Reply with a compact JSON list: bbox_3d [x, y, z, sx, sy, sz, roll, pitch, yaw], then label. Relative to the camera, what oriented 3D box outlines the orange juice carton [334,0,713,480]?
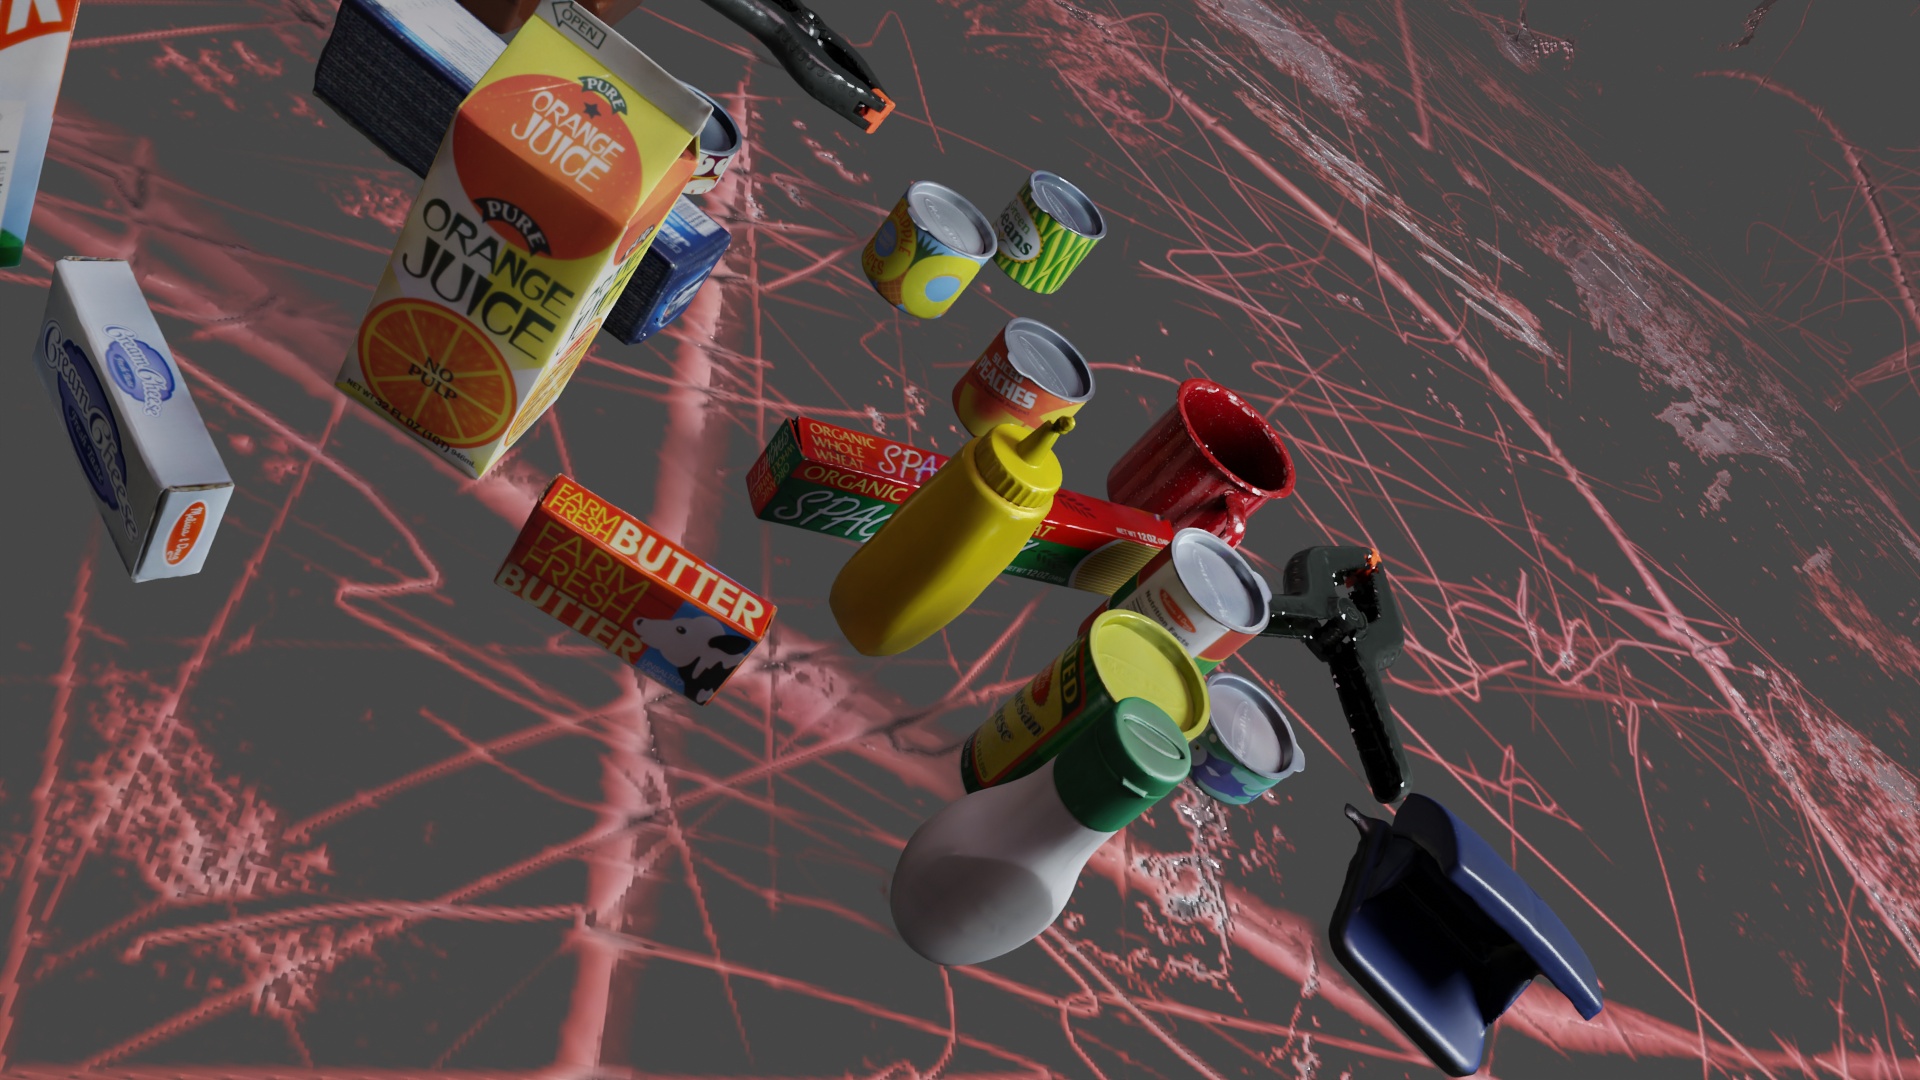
[{"bbox_3d":[-0.169,-0.120,0.550,0.072,0.191,0.073,36,36,-11],"label":"orange juice carton"}]

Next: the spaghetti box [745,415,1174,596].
[{"bbox_3d":[0.008,-0.012,0.730,0.250,0.050,0.029,13,45,-35],"label":"spaghetti box"}]

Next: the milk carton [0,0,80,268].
[{"bbox_3d":[-0.341,-0.176,0.446,0.072,0.189,0.074,52,37,12],"label":"milk carton"}]

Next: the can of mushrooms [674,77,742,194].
[{"bbox_3d":[-0.166,-0.236,0.805,0.071,0.033,0.071,25,39,-23],"label":"can of mushrooms"}]

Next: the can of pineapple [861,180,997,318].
[{"bbox_3d":[-0.022,-0.181,0.866,0.071,0.057,0.071,25,39,-23],"label":"can of pineapple"}]

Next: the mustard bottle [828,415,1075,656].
[{"bbox_3d":[0.002,-0.008,0.626,0.065,0.159,0.049,-17,66,-50],"label":"mustard bottle"}]

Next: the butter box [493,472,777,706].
[{"bbox_3d":[-0.132,0.021,0.561,0.103,0.053,0.024,34,37,-13],"label":"butter box"}]

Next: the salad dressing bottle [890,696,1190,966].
[{"bbox_3d":[0.029,0.114,0.539,0.064,0.147,0.044,34,37,-12],"label":"salad dressing bottle"}]

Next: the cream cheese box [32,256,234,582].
[{"bbox_3d":[-0.287,-0.042,0.478,0.024,0.053,0.104,-13,63,-49],"label":"cream cheese box"}]

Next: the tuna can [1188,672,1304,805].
[{"bbox_3d":[0.150,0.109,0.756,0.071,0.032,0.071,25,39,-23],"label":"tuna can"}]

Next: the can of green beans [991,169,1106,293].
[{"bbox_3d":[0.059,-0.217,0.978,0.071,0.057,0.071,25,39,-23],"label":"can of green beans"}]

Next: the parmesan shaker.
[{"bbox_3d":[0.053,0.088,0.626,0.071,0.102,0.072,26,39,-23],"label":"parmesan shaker"}]

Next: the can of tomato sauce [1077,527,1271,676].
[{"bbox_3d":[0.114,0.044,0.745,0.071,0.082,0.071,26,39,-23],"label":"can of tomato sauce"}]

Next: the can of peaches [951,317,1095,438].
[{"bbox_3d":[0.035,-0.089,0.827,0.071,0.057,0.071,25,39,-23],"label":"can of peaches"}]
